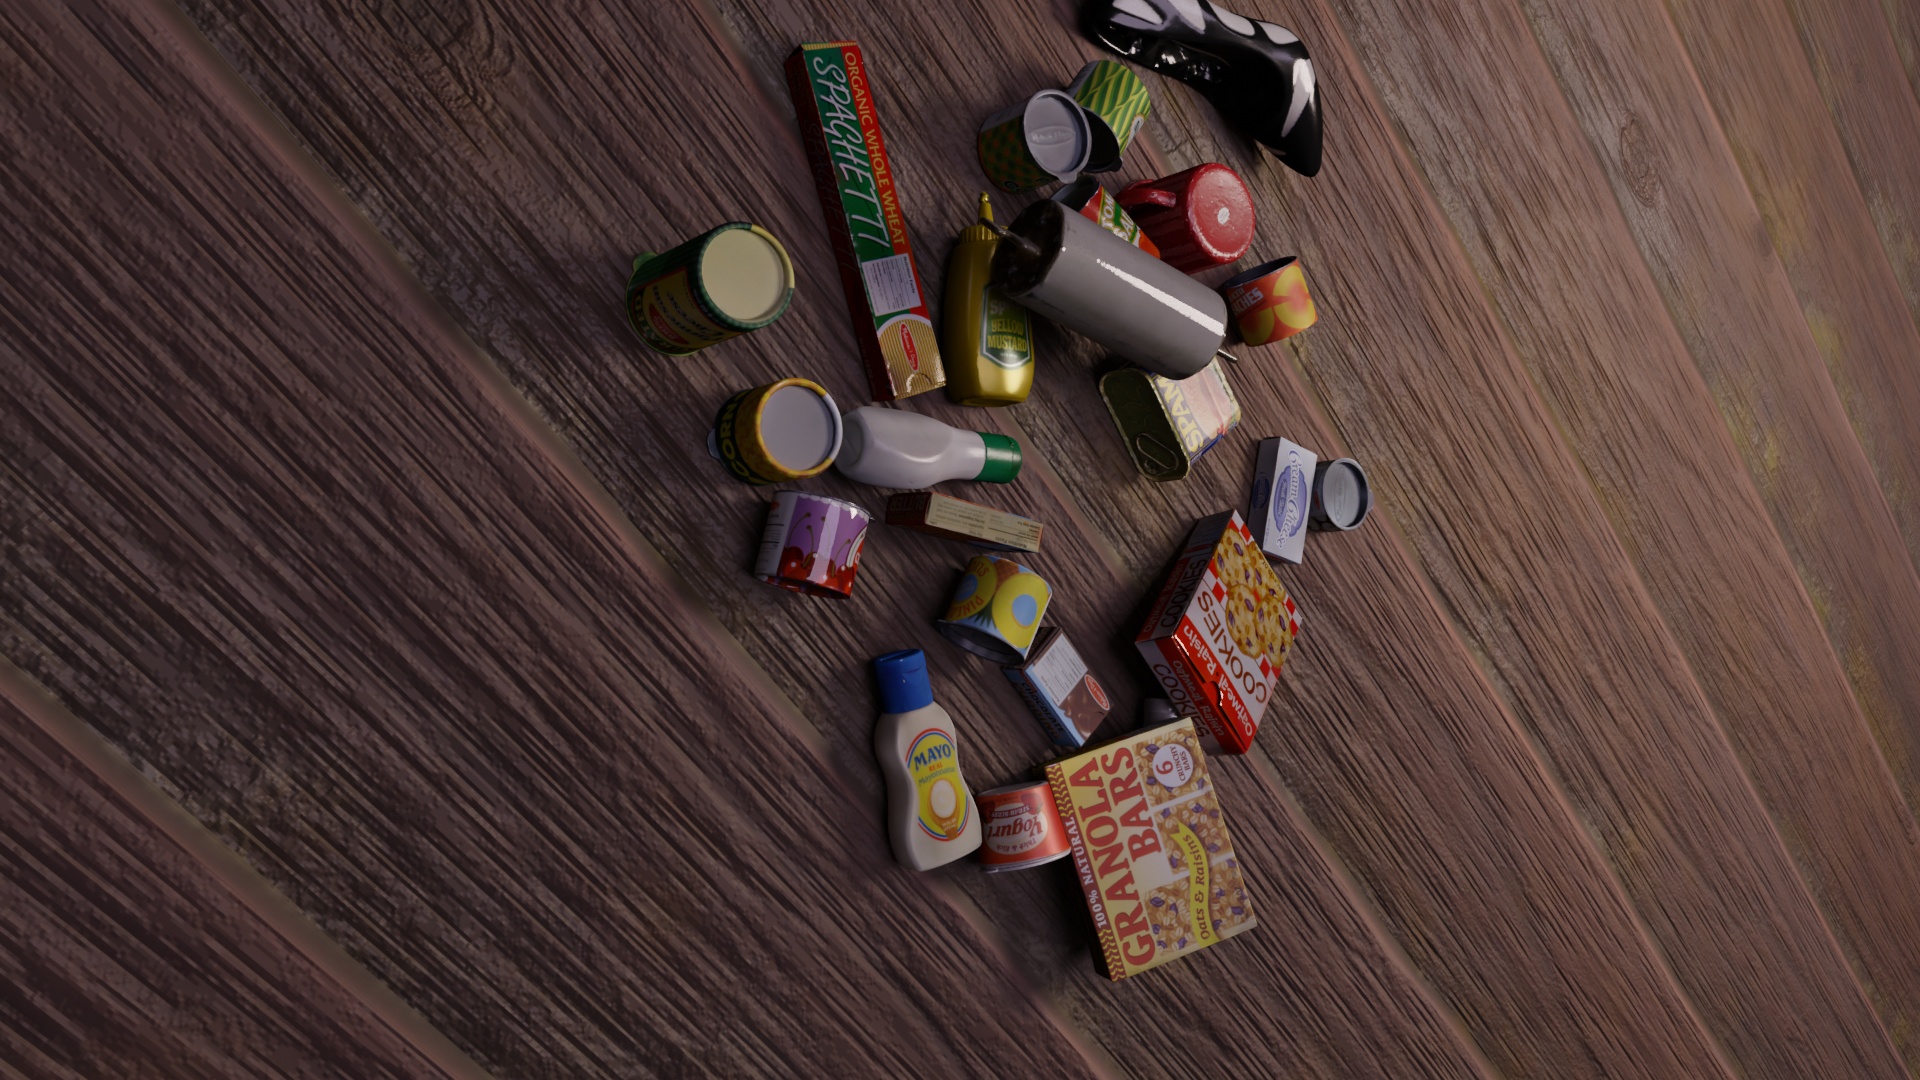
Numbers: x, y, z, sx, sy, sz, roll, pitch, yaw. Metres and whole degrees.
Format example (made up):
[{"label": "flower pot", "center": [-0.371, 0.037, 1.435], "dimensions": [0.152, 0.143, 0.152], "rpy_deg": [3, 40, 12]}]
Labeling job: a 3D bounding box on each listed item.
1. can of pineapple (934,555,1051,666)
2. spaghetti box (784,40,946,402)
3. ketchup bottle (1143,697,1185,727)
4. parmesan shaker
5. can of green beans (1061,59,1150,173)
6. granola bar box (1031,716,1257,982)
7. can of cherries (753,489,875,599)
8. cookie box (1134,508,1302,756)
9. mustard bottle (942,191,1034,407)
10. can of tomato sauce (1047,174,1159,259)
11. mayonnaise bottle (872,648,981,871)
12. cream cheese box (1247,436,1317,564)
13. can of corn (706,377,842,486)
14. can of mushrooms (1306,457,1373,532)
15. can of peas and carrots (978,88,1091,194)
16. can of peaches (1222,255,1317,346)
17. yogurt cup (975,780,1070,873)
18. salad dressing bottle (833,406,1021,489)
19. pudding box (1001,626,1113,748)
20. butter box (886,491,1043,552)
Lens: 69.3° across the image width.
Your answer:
[{"label": "can of pineapple", "center": [0.025, 0.050, 1.002], "dimensions": [0.071, 0.071, 0.058], "rpy_deg": [35, 67, -29]}, {"label": "spaghetti box", "center": [-0.066, -0.223, 0.978], "dimensions": [0.050, 0.028, 0.249], "rpy_deg": [-20, 98, -35]}, {"label": "ketchup bottle", "center": [0.161, 0.201, 1.104], "dimensions": [0.065, 0.043, 0.149], "rpy_deg": [9, 81, -28]}, {"label": "parmesan shaker", "center": [-0.158, -0.157, 0.861], "dimensions": [0.071, 0.103, 0.071], "rpy_deg": [3, 86, -36]}, {"label": "can of green beans", "center": [0.108, -0.332, 1.088], "dimensions": [0.071, 0.071, 0.058], "rpy_deg": [45, 63, -25]}, {"label": "granola bar box", "center": [0.138, 0.230, 1.051], "dimensions": [0.124, 0.039, 0.165], "rpy_deg": [-17, 87, -14]}, {"label": "can of cherries", "center": [-0.095, 0.004, 0.917], "dimensions": [0.071, 0.071, 0.058], "rpy_deg": [20, 76, -33]}, {"label": "cookie box", "center": [0.213, 0.073, 1.126], "dimensions": [0.122, 0.040, 0.168], "rpy_deg": [55, 43, -19]}, {"label": "mustard bottle", "center": [0.019, -0.180, 1.024], "dimensions": [0.065, 0.048, 0.160], "rpy_deg": [-1, 87, -38]}, {"label": "can of tomato sauce", "center": [0.106, -0.232, 1.078], "dimensions": [0.083, 0.071, 0.071], "rpy_deg": [41, 65, -27]}, {"label": "mayonnaise bottle", "center": [-0.029, 0.151, 0.972], "dimensions": [0.065, 0.041, 0.148], "rpy_deg": [-16, 97, -33]}, {"label": "cream cheese box", "center": [0.281, -0.035, 1.220], "dimensions": [0.053, 0.024, 0.104], "rpy_deg": [19, 76, -35]}, {"label": "can of corn", "center": [-0.121, -0.070, 0.909], "dimensions": [0.071, 0.058, 0.071], "rpy_deg": [3, 85, -36]}, {"label": "can of mushrooms", "center": [0.338, -0.040, 1.256], "dimensions": [0.071, 0.033, 0.071], "rpy_deg": [3, 84, -36]}, {"label": "can of peas and carrots", "center": [0.057, -0.299, 1.054], "dimensions": [0.071, 0.058, 0.071], "rpy_deg": [2, 87, -36]}, {"label": "can of peaches", "center": [0.265, -0.204, 1.194], "dimensions": [0.071, 0.071, 0.058], "rpy_deg": [-33, 107, -33]}, {"label": "yogurt cup", "center": [0.042, 0.206, 1.007], "dimensions": [0.072, 0.072, 0.054], "rpy_deg": [-7, 83, -36]}, {"label": "salad dressing bottle", "center": [-0.021, -0.063, 0.986], "dimensions": [0.148, 0.043, 0.064], "rpy_deg": [3, 41, -41]}, {"label": "pudding box", "center": [0.075, 0.112, 1.056], "dimensions": [0.050, 0.030, 0.083], "rpy_deg": [-48, 114, -29]}, {"label": "butter box", "center": [0.004, -0.013, 0.999], "dimensions": [0.103, 0.053, 0.024], "rpy_deg": [14, 82, -34]}]
